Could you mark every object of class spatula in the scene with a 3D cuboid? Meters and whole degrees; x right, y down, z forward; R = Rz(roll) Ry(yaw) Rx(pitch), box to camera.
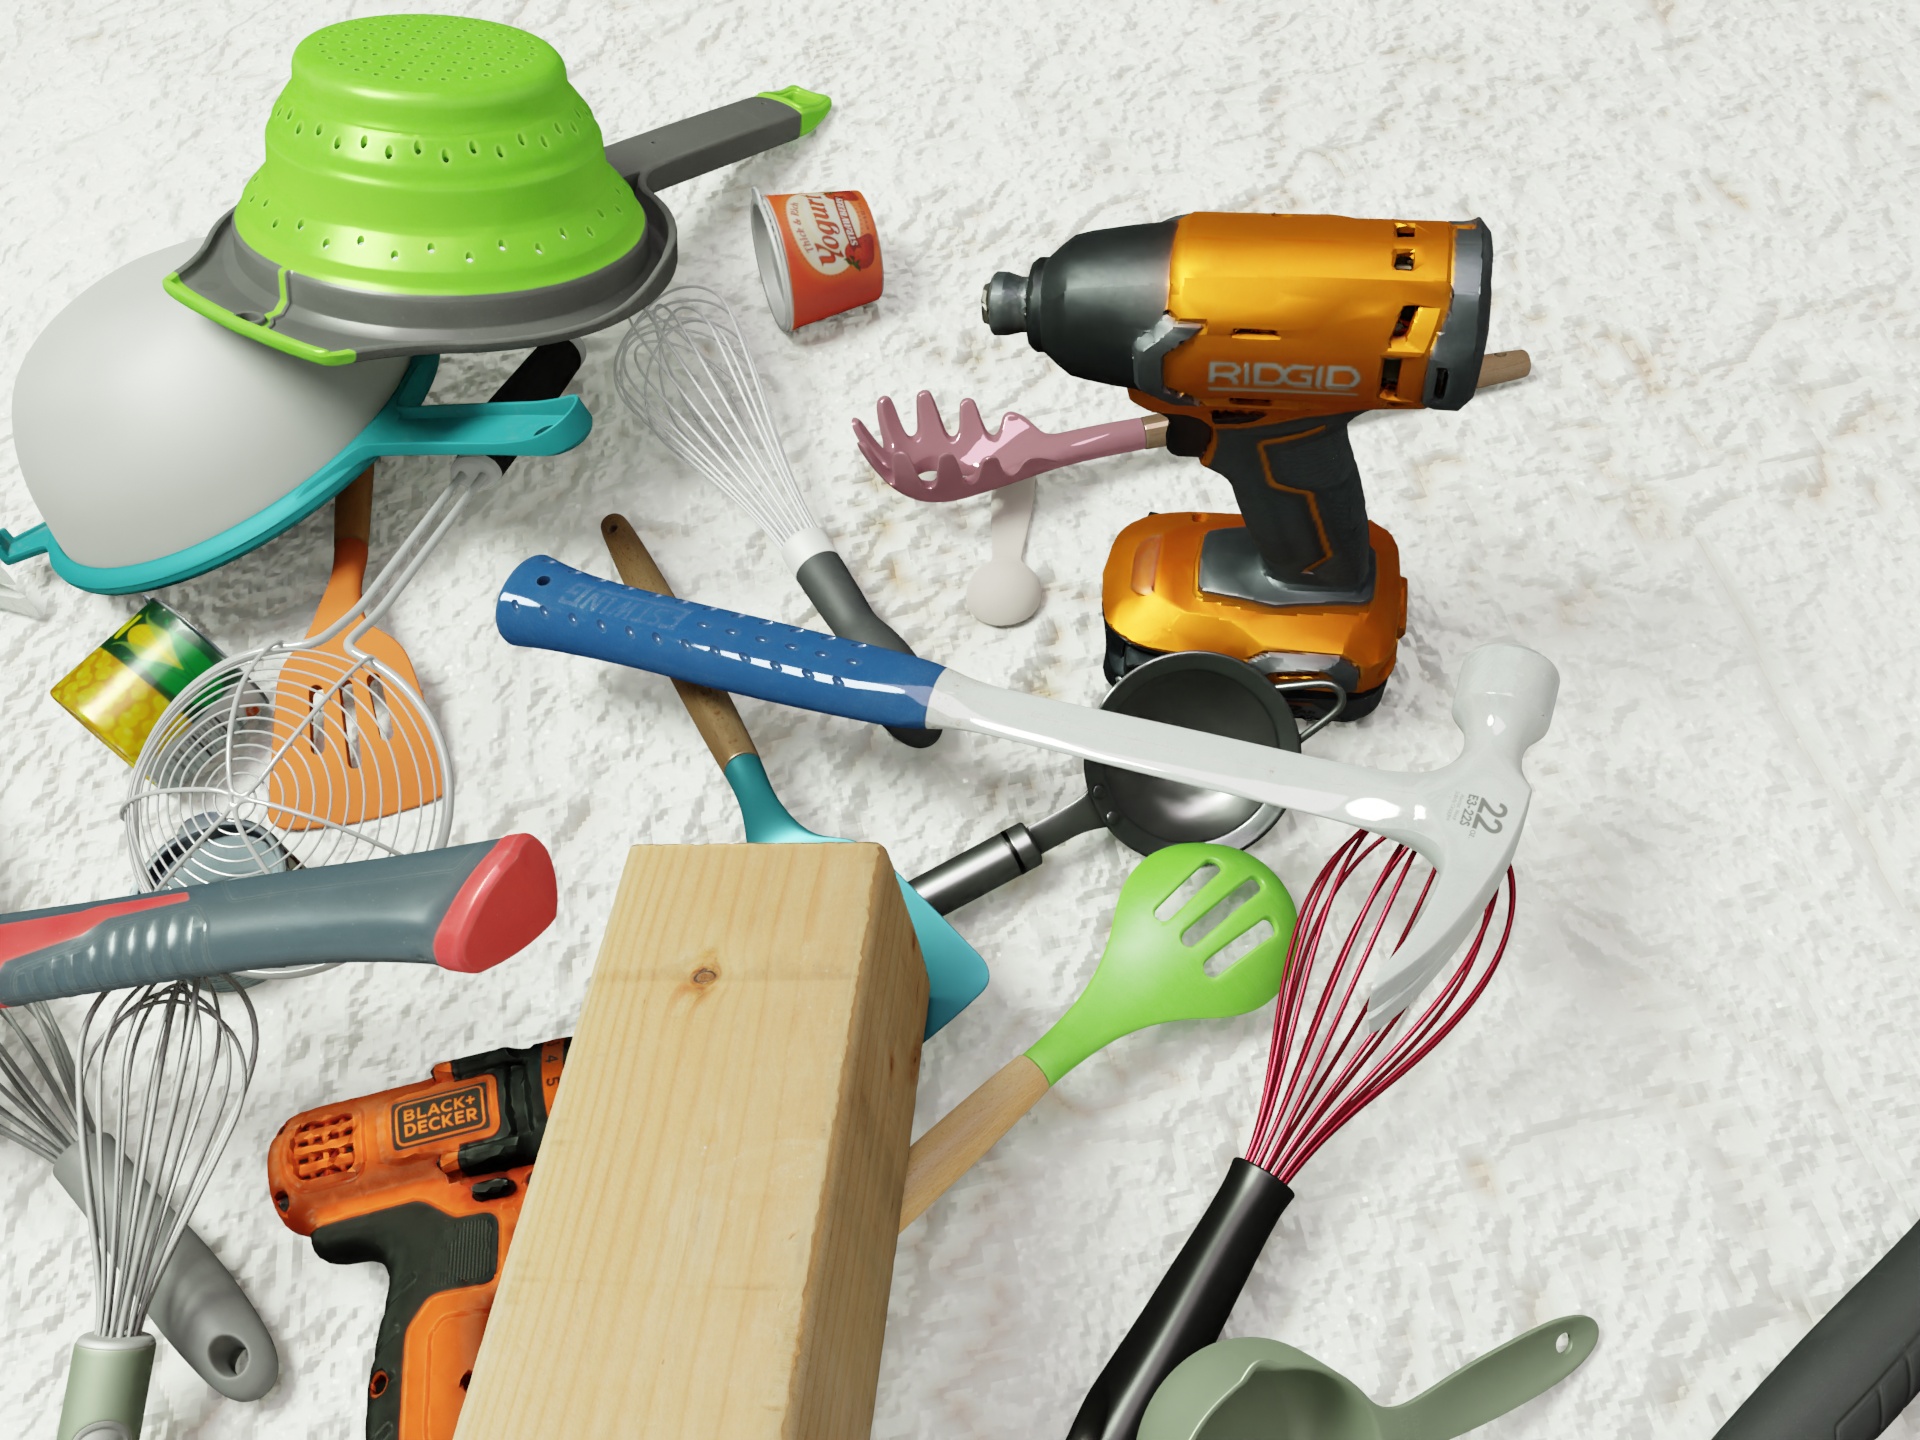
[{"bbox_3d":[-0.095,0.010,0.658,0.082,0.044,0.318,-37,49,3],"label":"spatula"},{"bbox_3d":[-0.290,-0.094,0.767,0.081,0.041,0.323,-12,53,-2],"label":"spatula"}]

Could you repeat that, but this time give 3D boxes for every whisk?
[{"bbox_3d":[-0.082,-0.098,0.724,0.070,0.070,0.285,-29,64,-11],"label":"whisk"},{"bbox_3d":[-0.281,0.200,0.534,0.057,0.059,0.246,12,76,-31],"label":"whisk"},{"bbox_3d":[0.114,0.141,0.548,0.073,0.073,0.296,28,70,22],"label":"whisk"},{"bbox_3d":[-0.331,0.166,0.595,0.239,0.055,0.055,38,70,21],"label":"whisk"}]

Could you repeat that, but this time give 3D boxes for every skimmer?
[{"bbox_3d":[-0.234,-0.053,0.699,0.127,0.090,0.364,9,41,5],"label":"skimmer"}]

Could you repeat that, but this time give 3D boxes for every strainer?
[{"bbox_3d":[-0.306,-0.157,0.706,0.340,0.095,0.211,6,52,34],"label":"strainer"},{"bbox_3d":[0.030,0.045,0.627,0.258,0.050,0.087,-28,101,-4],"label":"strainer"}]

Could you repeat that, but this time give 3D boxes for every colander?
[{"bbox_3d":[-0.184,-0.286,0.751,0.205,0.094,0.397,25,42,21],"label":"colander"}]

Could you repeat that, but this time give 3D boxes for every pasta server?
[{"bbox_3d":[0.109,-0.143,0.727,0.316,0.040,0.060,-11,39,-4],"label":"pasta server"}]

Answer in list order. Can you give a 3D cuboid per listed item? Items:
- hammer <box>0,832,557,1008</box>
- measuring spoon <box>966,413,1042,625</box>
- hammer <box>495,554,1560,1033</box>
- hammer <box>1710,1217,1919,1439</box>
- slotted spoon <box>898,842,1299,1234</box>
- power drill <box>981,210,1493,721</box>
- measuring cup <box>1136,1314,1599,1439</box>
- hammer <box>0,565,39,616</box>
[{"bbox_3d":[-0.324,0.070,0.546,0.386,0.038,0.143,-9,45,7],"label":"hammer"},{"bbox_3d":[0.022,-0.098,0.729,0.034,0.018,0.124,0,57,8],"label":"measuring spoon"},{"bbox_3d":[-0.001,-0.002,0.593,0.405,0.035,0.144,13,60,21],"label":"hammer"},{"bbox_3d":[0.222,0.231,0.473,0.335,0.035,0.146,-34,80,-18],"label":"hammer"},{"bbox_3d":[0.009,0.139,0.547,0.314,0.031,0.070,-36,74,-24],"label":"slotted spoon"},{"bbox_3d":[0.097,-0.092,0.593,0.164,0.226,0.084,5,59,11],"label":"power drill"},{"bbox_3d":[0.129,0.219,0.506,0.167,0.038,0.083,-14,96,-23],"label":"measuring cup"},{"bbox_3d":[-0.450,0.030,0.667,0.128,0.033,0.331,-27,47,-12],"label":"hammer"}]
